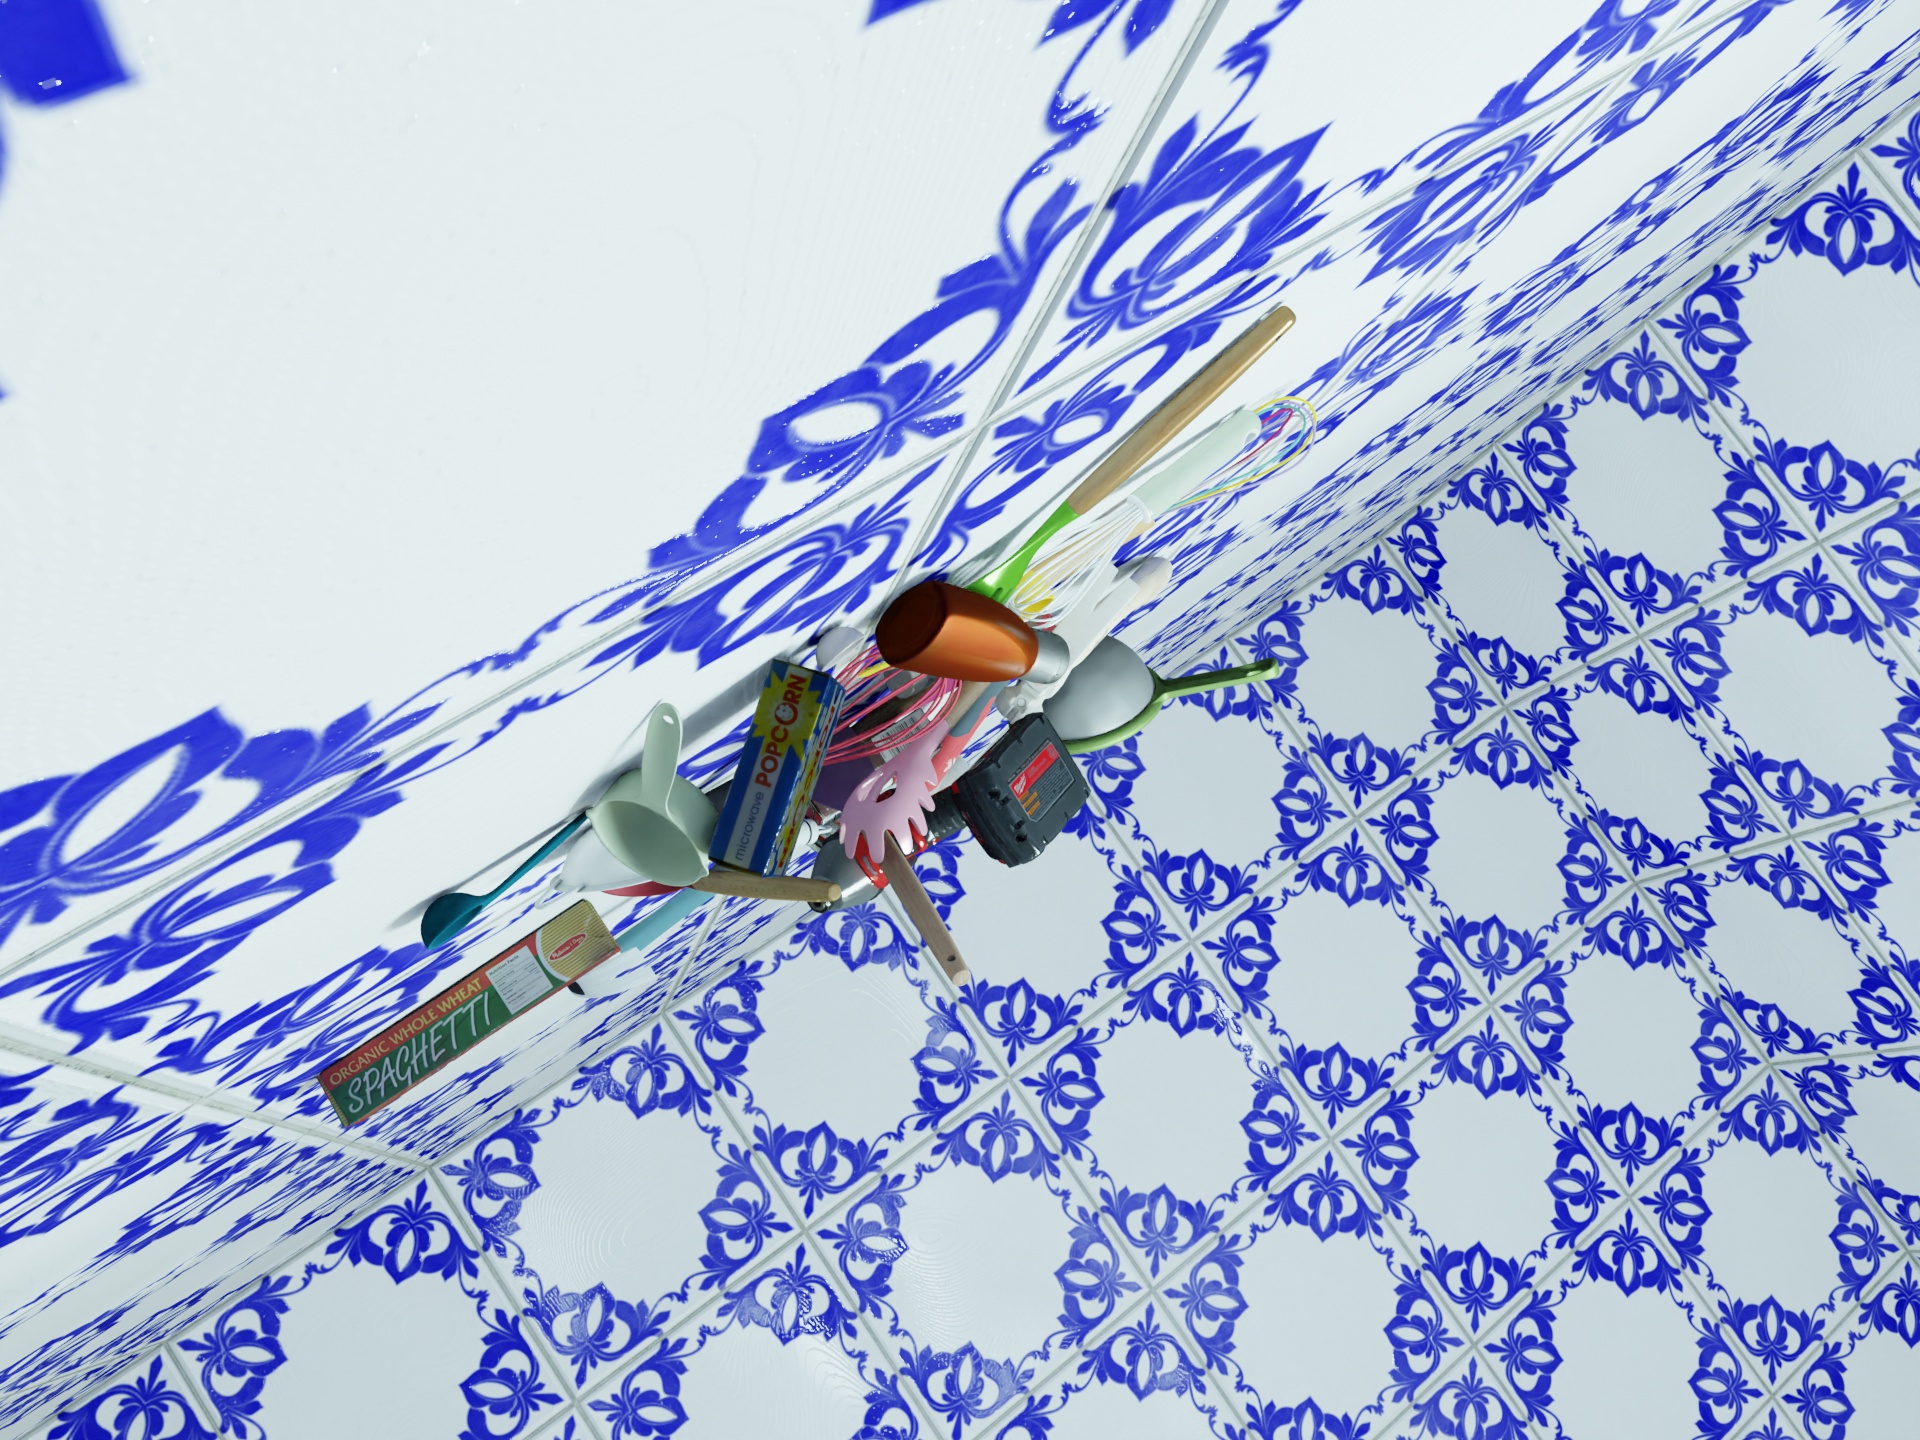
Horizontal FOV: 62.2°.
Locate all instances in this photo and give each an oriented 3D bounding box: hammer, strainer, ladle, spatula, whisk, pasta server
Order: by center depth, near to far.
[{"bbox_3d":[-0.183,0.086,1.094,0.087,0.050,0.258,2,-176,40],"label":"strainer"},{"bbox_3d":[-0.058,0.084,1.101,0.060,0.018,0.316,-27,-144,-8],"label":"spatula"},{"bbox_3d":[-0.174,0.115,1.127,0.069,0.031,0.315,11,171,-36],"label":"ladle"},{"bbox_3d":[0.120,-0.146,1.127,0.246,0.059,0.057,-39,159,-12],"label":"whisk"},{"bbox_3d":[-0.117,0.026,1.127,0.296,0.073,0.073,-32,176,26],"label":"whisk"},{"bbox_3d":[-0.002,-0.004,1.173,0.060,0.040,0.316,6,-146,26],"label":"pasta server"},{"bbox_3d":[0.157,-0.170,1.190,0.245,0.051,0.047,-31,153,2],"label":"whisk"},{"bbox_3d":[-0.084,0.015,1.329,0.130,0.031,0.331,-28,172,-44],"label":"hammer"},{"bbox_3d":[0.138,-0.103,1.384,0.146,0.038,0.411,-52,175,23],"label":"hammer"},{"bbox_3d":[-0.006,0.007,1.457,0.143,0.038,0.386,-31,167,-27],"label":"hammer"},{"bbox_3d":[-0.221,0.143,1.458,0.331,0.033,0.128,-37,-159,-21],"label":"hammer"},{"bbox_3d":[0.160,-0.046,1.461,0.256,0.069,0.152,-10,-149,16],"label":"strainer"}]

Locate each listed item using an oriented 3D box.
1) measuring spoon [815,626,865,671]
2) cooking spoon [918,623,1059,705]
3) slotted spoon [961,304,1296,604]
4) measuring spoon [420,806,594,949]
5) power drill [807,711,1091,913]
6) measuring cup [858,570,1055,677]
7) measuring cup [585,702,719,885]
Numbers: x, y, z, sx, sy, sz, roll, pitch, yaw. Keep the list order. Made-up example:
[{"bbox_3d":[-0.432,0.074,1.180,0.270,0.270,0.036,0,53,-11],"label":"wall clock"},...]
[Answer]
[{"bbox_3d":[-0.077,-0.045,1.002,0.034,0.018,0.124,-39,-179,-3],"label":"measuring spoon"},{"bbox_3d":[0.035,-0.056,1.482,0.068,0.017,0.319,-40,171,40],"label":"cooking spoon"},{"bbox_3d":[0.089,-0.151,1.005,0.313,0.031,0.070,-40,172,31],"label":"slotted spoon"},{"bbox_3d":[-0.277,0.089,0.964,0.128,0.021,0.042,-42,178,-21],"label":"measuring spoon"},{"bbox_3d":[-0.021,0.082,1.218,0.219,0.078,0.143,-25,-169,39],"label":"power drill"},{"bbox_3d":[-0.007,-0.071,1.160,0.156,0.029,0.062,-22,172,-10],"label":"measuring cup"},{"bbox_3d":[-0.170,0.034,0.926,0.038,0.083,0.167,-60,174,-41],"label":"measuring cup"}]
